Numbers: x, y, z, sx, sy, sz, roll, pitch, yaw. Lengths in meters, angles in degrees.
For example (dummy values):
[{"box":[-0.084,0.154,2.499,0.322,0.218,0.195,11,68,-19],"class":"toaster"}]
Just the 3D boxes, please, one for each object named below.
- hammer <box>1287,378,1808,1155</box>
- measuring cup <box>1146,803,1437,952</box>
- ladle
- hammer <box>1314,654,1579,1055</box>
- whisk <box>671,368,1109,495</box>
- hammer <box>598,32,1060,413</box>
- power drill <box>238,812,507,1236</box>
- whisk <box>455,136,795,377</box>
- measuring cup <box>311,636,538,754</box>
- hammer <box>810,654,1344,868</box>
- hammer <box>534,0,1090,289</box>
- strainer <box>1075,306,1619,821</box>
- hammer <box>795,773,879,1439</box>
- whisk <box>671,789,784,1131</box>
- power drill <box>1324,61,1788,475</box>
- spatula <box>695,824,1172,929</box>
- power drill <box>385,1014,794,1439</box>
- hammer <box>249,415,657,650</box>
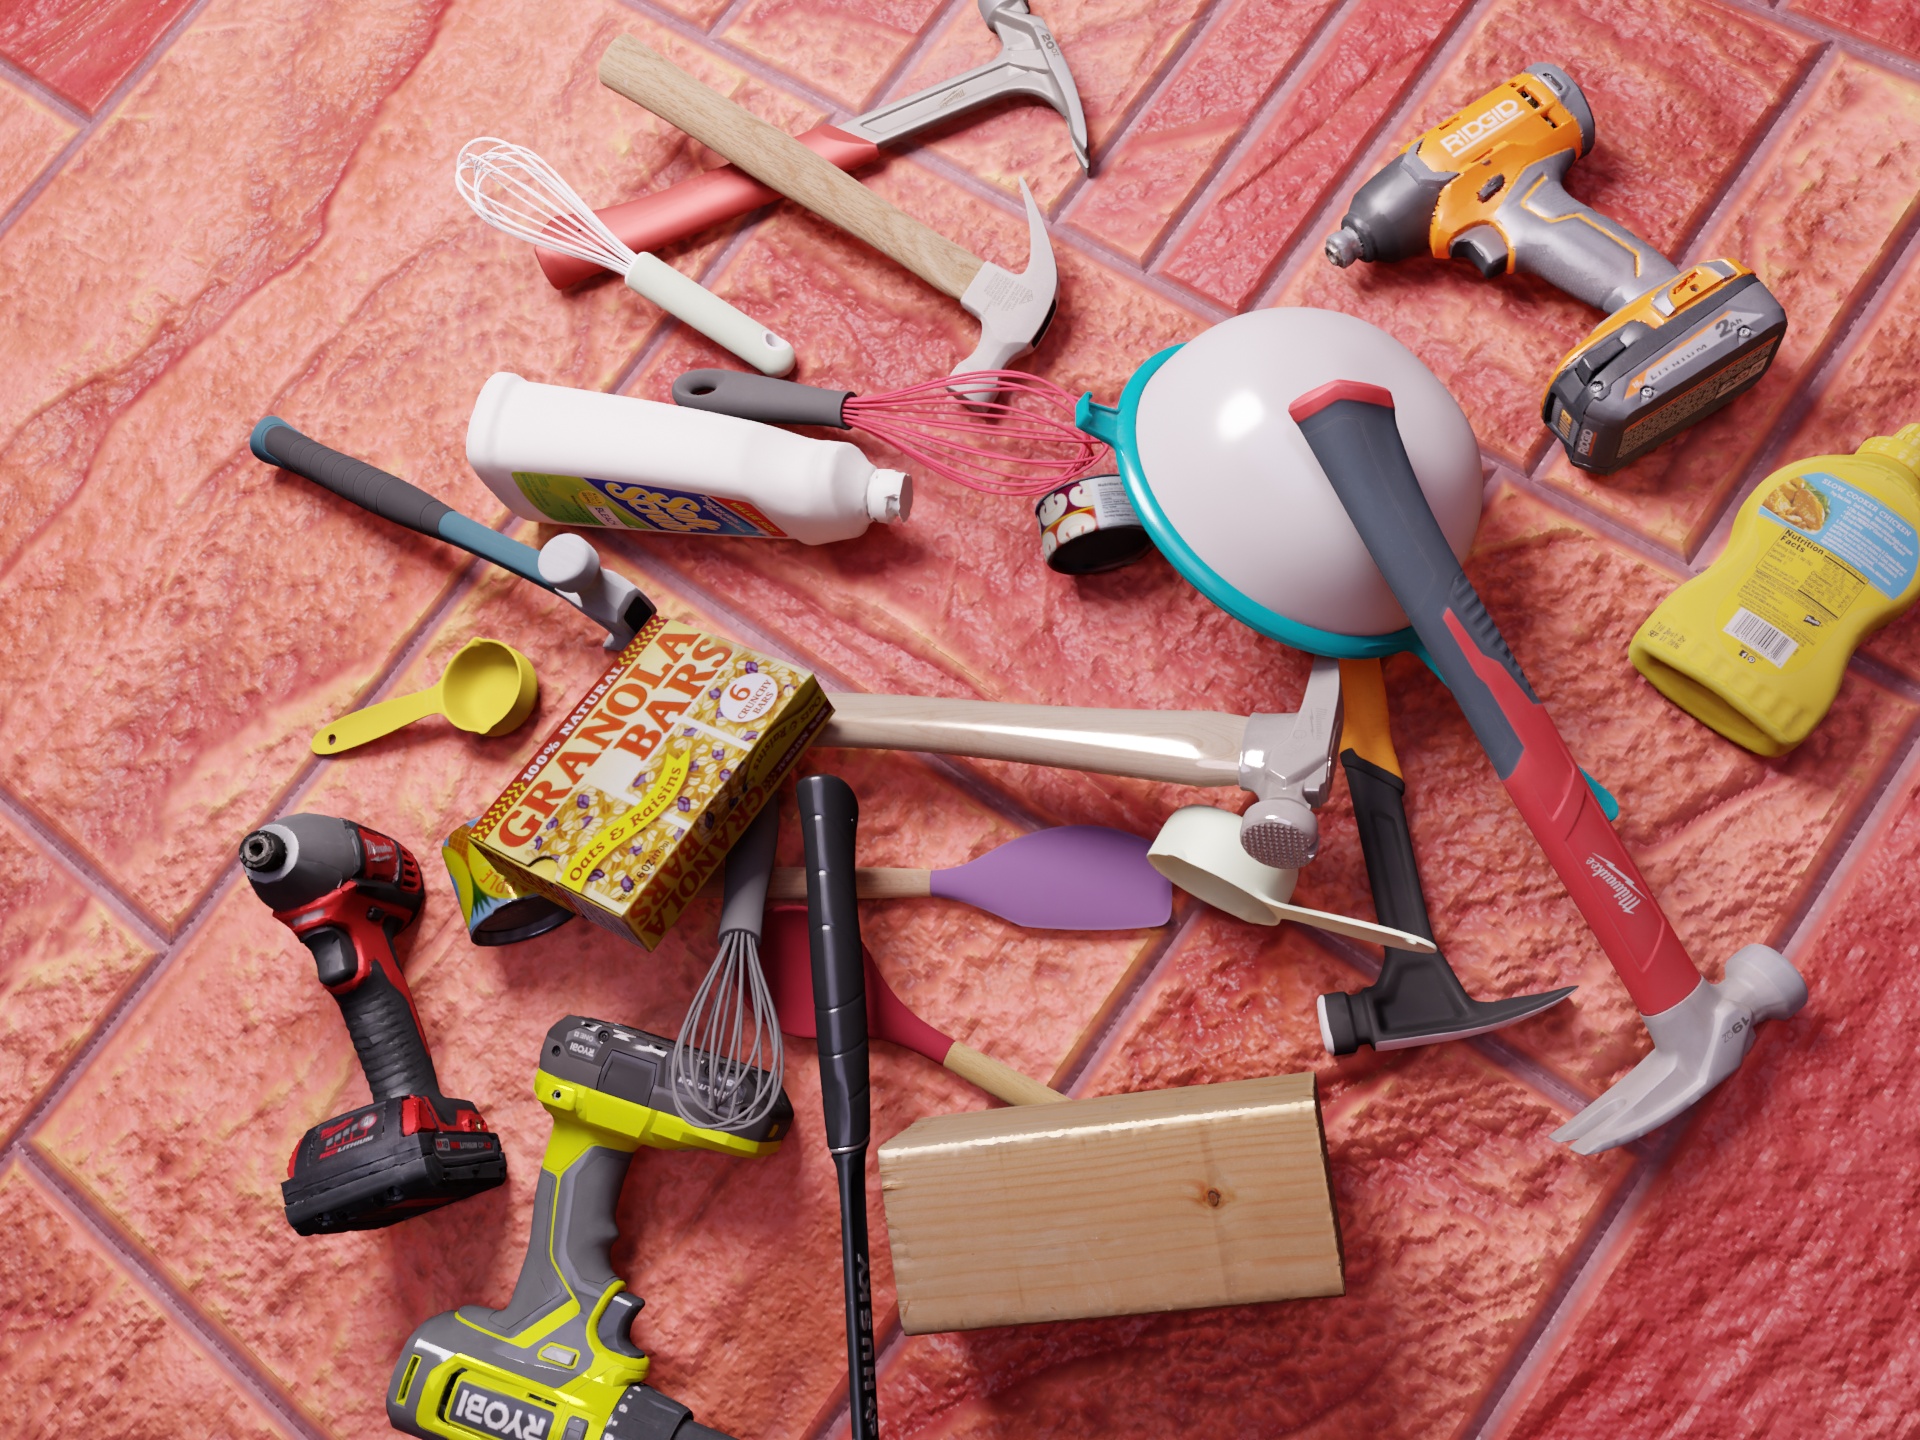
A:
[{"box":[0.253,0.017,0.752,0.143,0.038,0.386,-34,97,-9],"class":"hammer"},{"box":[0.169,0.080,0.797,0.168,0.083,0.038,13,69,46],"class":"measuring cup"},{"box":[0.017,0.188,0.844,0.315,0.031,0.069,26,84,15],"class":"ladle"},{"box":[0.225,0.003,0.857,0.127,0.034,0.337,-11,72,8],"class":"hammer"},{"box":[-0.050,-0.181,0.941,0.296,0.073,0.073,12,76,25],"class":"whisk"},{"box":[-0.083,-0.330,0.979,0.331,0.031,0.130,34,92,8],"class":"hammer"},{"box":[-0.325,0.155,0.856,0.078,0.143,0.220,-20,73,1],"class":"power drill"},{"box":[-0.209,-0.285,0.994,0.246,0.059,0.058,32,42,0],"class":"whisk"},{"box":[-0.326,-0.004,0.971,0.156,0.029,0.062,-17,71,17],"class":"measuring cup"},{"box":[-0.001,-0.003,0.869,0.411,0.038,0.146,3,48,22],"class":"hammer"},{"box":[-0.100,-0.352,1.024,0.359,0.036,0.149,-22,71,3],"class":"hammer"},{"box":[0.232,-0.095,0.807,0.211,0.095,0.340,-29,74,-37],"class":"strainer"},{"box":[-0.057,0.225,0.782,0.036,0.149,0.409,-11,71,17],"class":"hammer"},{"box":[-0.113,0.113,0.833,0.055,0.055,0.239,-9,42,7],"class":"whisk"},{"box":[0.324,-0.250,0.894,0.164,0.084,0.227,-32,66,1],"class":"power drill"},{"box":[-0.041,0.089,0.889,0.316,0.018,0.060,-2,69,9],"class":"spatula"},{"box":[-0.170,0.284,0.824,0.190,0.080,0.228,15,79,11],"class":"power drill"},{"box":[-0.316,-0.122,0.962,0.331,0.128,0.033,25,78,26],"class":"hammer"}]
